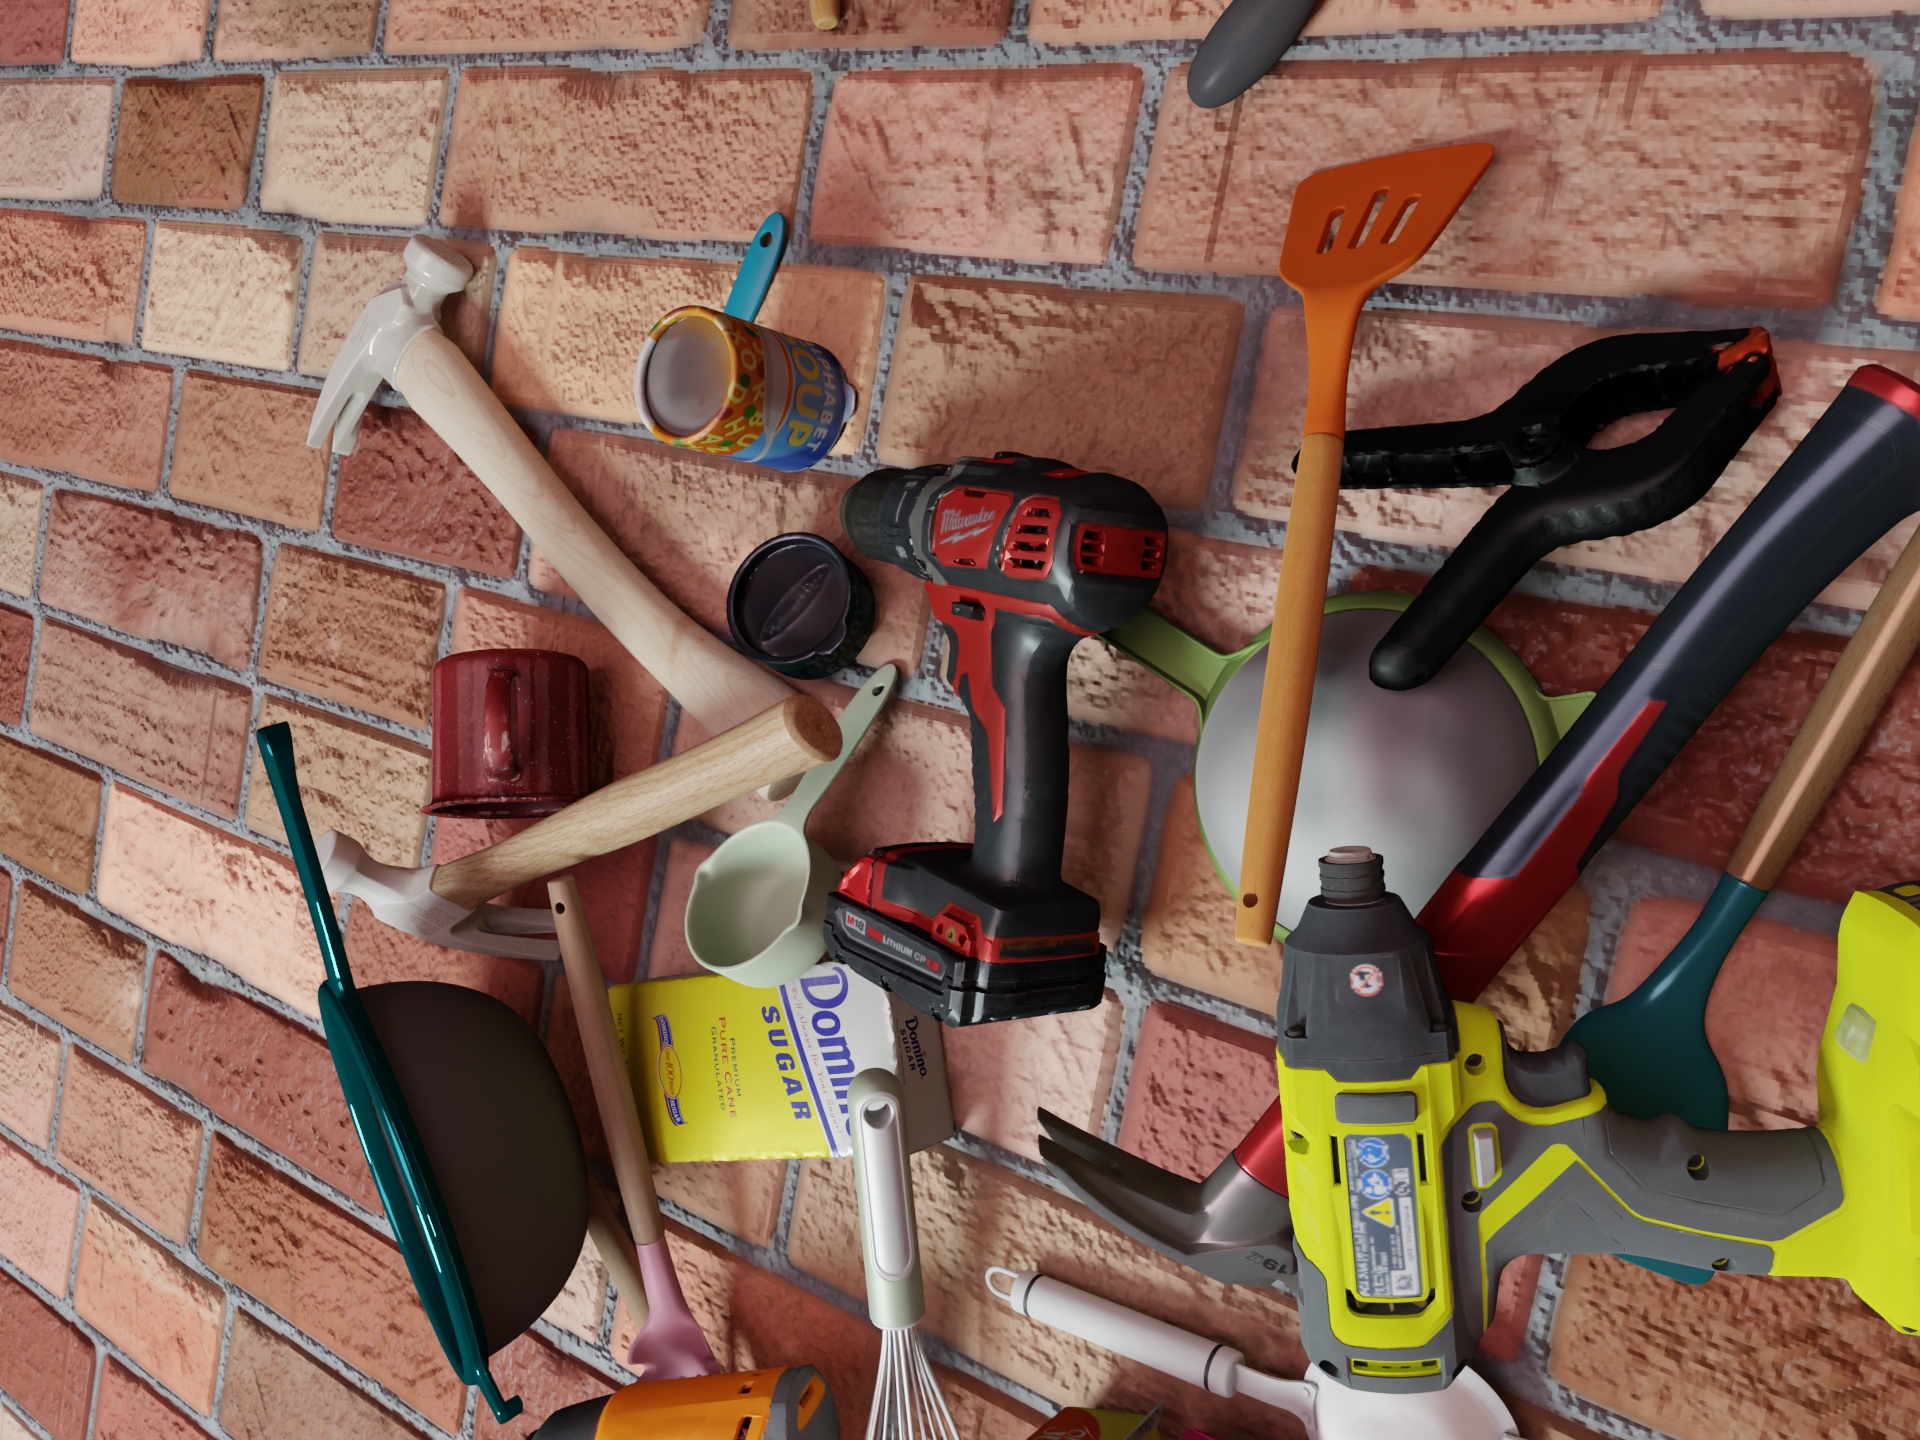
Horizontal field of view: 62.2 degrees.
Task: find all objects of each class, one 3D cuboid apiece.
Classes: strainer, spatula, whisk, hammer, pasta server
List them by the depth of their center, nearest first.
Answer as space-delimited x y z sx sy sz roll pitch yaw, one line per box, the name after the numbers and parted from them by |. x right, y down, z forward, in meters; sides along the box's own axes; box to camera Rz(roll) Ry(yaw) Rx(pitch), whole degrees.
0.282 0.035 0.534 0.082 0.044 0.317 25 102 6 | spatula
0.180 0.044 0.547 0.143 0.038 0.386 29 109 -10 | hammer
0.134 -0.076 0.583 0.081 0.041 0.323 2 75 36 | spatula
0.187 -0.346 0.599 0.284 0.070 0.070 -45 67 30 | whisk
0.109 -0.004 0.633 0.257 0.069 0.151 36 108 27 | strainer
0.114 0.270 0.646 0.258 0.050 0.087 8 108 36 | strainer
-0.027 0.273 0.710 0.058 0.059 0.246 -7 99 -9 | whisk
-0.161 0.231 0.776 0.060 0.040 0.316 -11 96 14 | pasta server
-0.182 0.055 0.778 0.331 0.130 0.031 -22 46 36 | hammer
-0.257 0.154 0.792 0.211 0.095 0.340 12 116 59 | strainer
-0.144 0.337 0.826 0.060 0.018 0.316 -41 69 15 | spatula
-0.221 -0.097 0.867 0.411 0.038 0.146 45 109 24 | hammer

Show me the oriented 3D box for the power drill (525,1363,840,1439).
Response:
-0.121 0.416 0.735 0.164 0.084 0.226 -11 93 14 | power drill

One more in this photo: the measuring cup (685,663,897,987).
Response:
-0.066 0.051 0.756 0.083 0.038 0.167 17 71 46 | measuring cup

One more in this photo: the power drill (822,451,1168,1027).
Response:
-0.001 -0.002 0.682 0.188 0.080 0.226 18 104 53 | power drill

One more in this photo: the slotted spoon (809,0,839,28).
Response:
-0.080 -0.499 0.791 0.070 0.031 0.314 -7 87 35 | slotted spoon

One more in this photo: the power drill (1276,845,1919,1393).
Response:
0.215 0.120 0.503 0.223 0.080 0.171 -5 95 10 | power drill

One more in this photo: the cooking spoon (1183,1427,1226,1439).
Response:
0.219 0.355 0.578 0.319 0.068 0.017 26 59 28 | cooking spoon

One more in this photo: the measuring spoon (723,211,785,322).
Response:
-0.124 -0.202 0.816 0.042 0.021 0.128 37 110 28 | measuring spoon
